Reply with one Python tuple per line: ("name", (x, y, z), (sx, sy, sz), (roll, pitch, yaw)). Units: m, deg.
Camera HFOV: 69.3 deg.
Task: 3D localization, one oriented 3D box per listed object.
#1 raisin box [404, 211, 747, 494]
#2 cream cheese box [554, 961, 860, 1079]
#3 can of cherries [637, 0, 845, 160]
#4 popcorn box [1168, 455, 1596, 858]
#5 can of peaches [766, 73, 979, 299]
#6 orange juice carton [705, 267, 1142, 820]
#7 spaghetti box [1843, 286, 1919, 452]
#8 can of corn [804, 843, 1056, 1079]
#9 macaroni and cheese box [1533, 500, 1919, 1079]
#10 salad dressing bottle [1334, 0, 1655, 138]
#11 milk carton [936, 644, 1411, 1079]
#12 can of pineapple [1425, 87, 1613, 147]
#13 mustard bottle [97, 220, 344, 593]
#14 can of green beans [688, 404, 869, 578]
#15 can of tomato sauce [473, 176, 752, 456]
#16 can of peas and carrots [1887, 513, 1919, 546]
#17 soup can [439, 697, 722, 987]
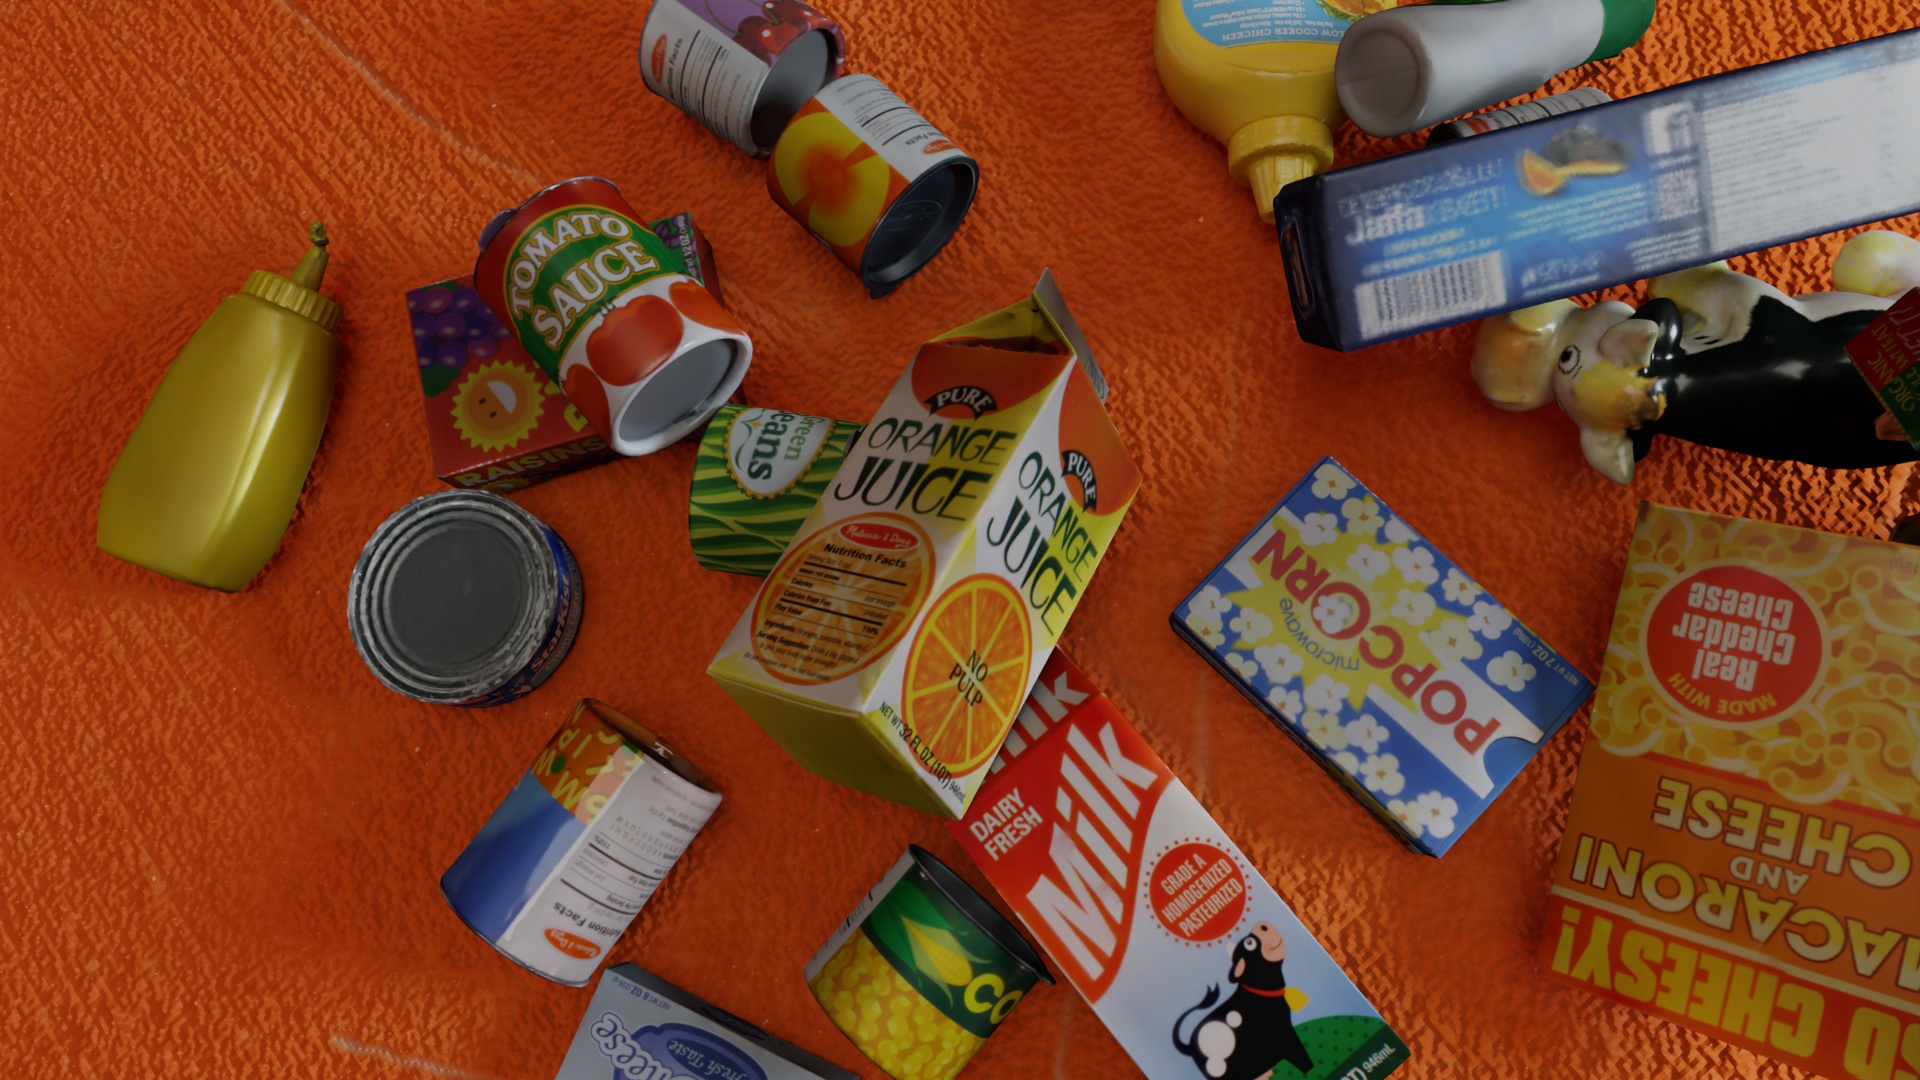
("raisin box", (-0.157, -0.076, 0.574), (0.123, 0.040, 0.086), (-15, 77, 1))
("cream cheese box", (-0.094, 0.203, 0.512), (0.104, 0.024, 0.053), (22, 82, 11))
("can of cherries", (-0.089, -0.203, 0.582), (0.058, 0.071, 0.071), (35, 84, 12))
("popcorn box", (0.152, 0.042, 0.514), (0.127, 0.038, 0.085), (44, 84, 13))
("can of peaches", (-0.037, -0.143, 0.563), (0.058, 0.071, 0.071), (43, 85, 13))
("orange juice carton", (0.002, -0.006, 0.498), (0.073, 0.071, 0.193), (10, 59, 37))
("spaghetti box", (0.377, 0.001, 0.435), (0.250, 0.028, 0.050), (26, 40, -19))
("can of corn", (-0.011, 0.153, 0.492), (0.071, 0.071, 0.058), (41, 86, 13))
("macaroni and cheese box", (0.272, 0.081, 0.454), (0.124, 0.040, 0.166), (14, 92, 34))
("salad dressing bottle", (0.207, -0.190, 0.527), (0.148, 0.064, 0.044), (-24, 107, -30))
("milk carton", (0.059, 0.120, 0.488), (0.072, 0.073, 0.191), (-39, 76, -2))
("can of pineapple", (0.218, -0.133, 0.533), (0.058, 0.071, 0.071), (-14, 77, 3))
("mustard bottle", (-0.296, -0.060, 0.580), (0.065, 0.048, 0.160), (19, 80, 10))
("can of green beans", (-0.066, -0.017, 0.536), (0.058, 0.071, 0.071), (9, 79, 9))
("can of tomato sauce", (-0.128, -0.083, 0.515), (0.071, 0.071, 0.083), (-42, 78, -4))
("can of peas and carrots", (0.352, 0.030, 0.479), (0.071, 0.071, 0.059), (25, 81, 11))
("soup can", (-0.141, 0.109, 0.518), (0.071, 0.071, 0.084), (35, 83, 12))
